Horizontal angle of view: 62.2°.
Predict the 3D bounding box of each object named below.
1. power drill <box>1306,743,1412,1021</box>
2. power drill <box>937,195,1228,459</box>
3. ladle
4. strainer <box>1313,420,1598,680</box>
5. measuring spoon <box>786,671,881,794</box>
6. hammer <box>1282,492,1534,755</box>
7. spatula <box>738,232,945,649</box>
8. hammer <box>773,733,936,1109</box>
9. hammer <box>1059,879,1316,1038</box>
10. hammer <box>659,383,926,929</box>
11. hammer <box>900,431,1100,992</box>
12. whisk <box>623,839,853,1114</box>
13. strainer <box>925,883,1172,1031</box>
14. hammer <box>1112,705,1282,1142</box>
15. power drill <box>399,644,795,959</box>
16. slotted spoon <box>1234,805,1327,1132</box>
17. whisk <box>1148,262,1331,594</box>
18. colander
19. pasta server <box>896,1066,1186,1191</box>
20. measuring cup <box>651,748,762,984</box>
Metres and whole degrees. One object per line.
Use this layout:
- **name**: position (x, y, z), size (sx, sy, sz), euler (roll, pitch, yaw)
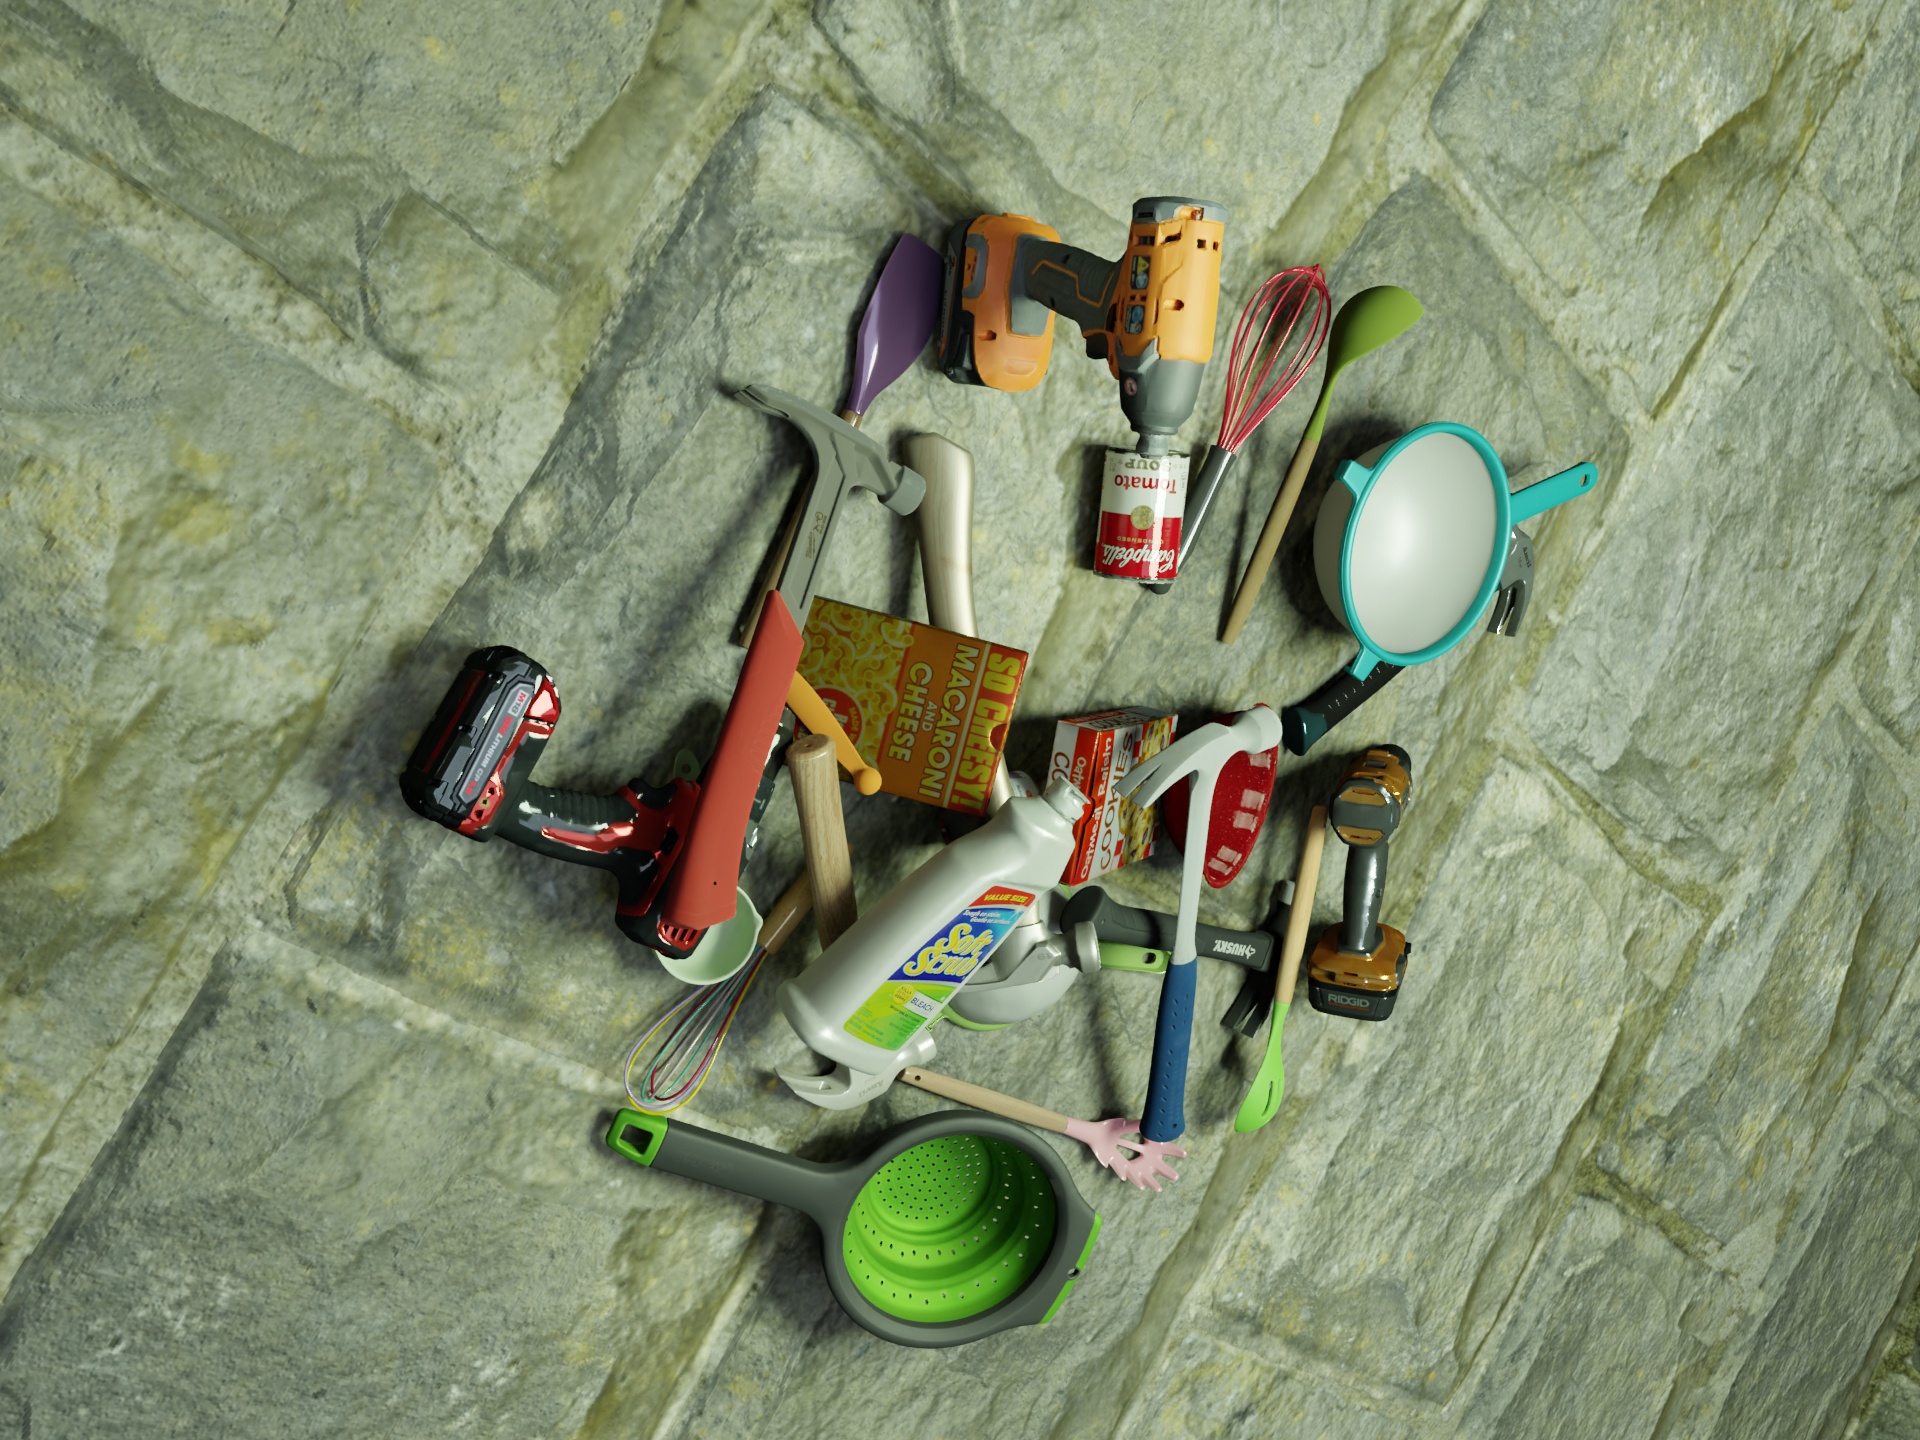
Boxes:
- **power drill**: position (0.373, 0.136, 1.450), size (0.185, 0.084, 0.226), euler (-33, 126, -64)
- **power drill**: position (0.081, -0.268, 1.086), size (0.084, 0.227, 0.164), euler (-5, 105, -38)
- **ladle**: position (0.290, -0.204, 1.313), size (0.062, 0.078, 0.320), euler (19, 111, -2)
- **strainer**: position (0.430, -0.181, 1.424), size (0.340, 0.095, 0.210), euler (-23, 117, -29)
- **measuring spoon**: position (-0.096, 0.005, 1.112), size (0.021, 0.011, 0.117), euler (-38, 92, 6)
- **hammer**: position (0.421, -0.076, 1.482), size (0.331, 0.033, 0.128), euler (-36, 118, -20)
- **spatula**: position (-0.085, -0.194, 1.129), size (0.059, 0.018, 0.316), euler (27, 86, -41)
- **hammer**: position (-0.091, 0.156, 1.167), size (0.130, 0.031, 0.331), euler (-26, 127, -29)
- **hammer**: position (0.194, 0.191, 1.363), size (0.334, 0.035, 0.146), euler (17, 93, -48)
- **hammer**: position (-0.134, -0.038, 1.048), size (0.149, 0.037, 0.359), euler (26, 71, -30)
- **hammer**: position (-0.002, -0.004, 1.172), size (0.146, 0.038, 0.410), euler (-10, 94, 4)
- **whisk**: position (-0.157, 0.186, 1.169), size (0.245, 0.047, 0.051), euler (-52, 142, -16)
- **strainer**: position (0.092, 0.199, 1.317), size (0.256, 0.069, 0.151), euler (11, 96, -33)
- **hammer**: position (0.175, 0.184, 1.284), size (0.144, 0.035, 0.405), euler (-19, 126, -31)
- **power drill**: position (-0.225, 0.033, 1.045), size (0.226, 0.080, 0.188), euler (33, 78, -30)
- **slotted spoon**: position (0.295, 0.229, 1.436), size (0.070, 0.031, 0.313), euler (-5, 107, -56)
- **whisk**: position (0.223, -0.237, 1.297), size (0.073, 0.073, 0.296), euler (23, 95, -35)
- **colander**: position (-0.086, 0.354, 1.239), size (0.396, 0.095, 0.204), euler (23, 100, -19)
- **pasta server**: position (0.073, 0.342, 1.362), size (0.316, 0.040, 0.060), euler (27, 81, -34)
- **measuring cup**: position (-0.191, 0.103, 1.132), size (0.083, 0.038, 0.167), euler (-8, 94, -24)
